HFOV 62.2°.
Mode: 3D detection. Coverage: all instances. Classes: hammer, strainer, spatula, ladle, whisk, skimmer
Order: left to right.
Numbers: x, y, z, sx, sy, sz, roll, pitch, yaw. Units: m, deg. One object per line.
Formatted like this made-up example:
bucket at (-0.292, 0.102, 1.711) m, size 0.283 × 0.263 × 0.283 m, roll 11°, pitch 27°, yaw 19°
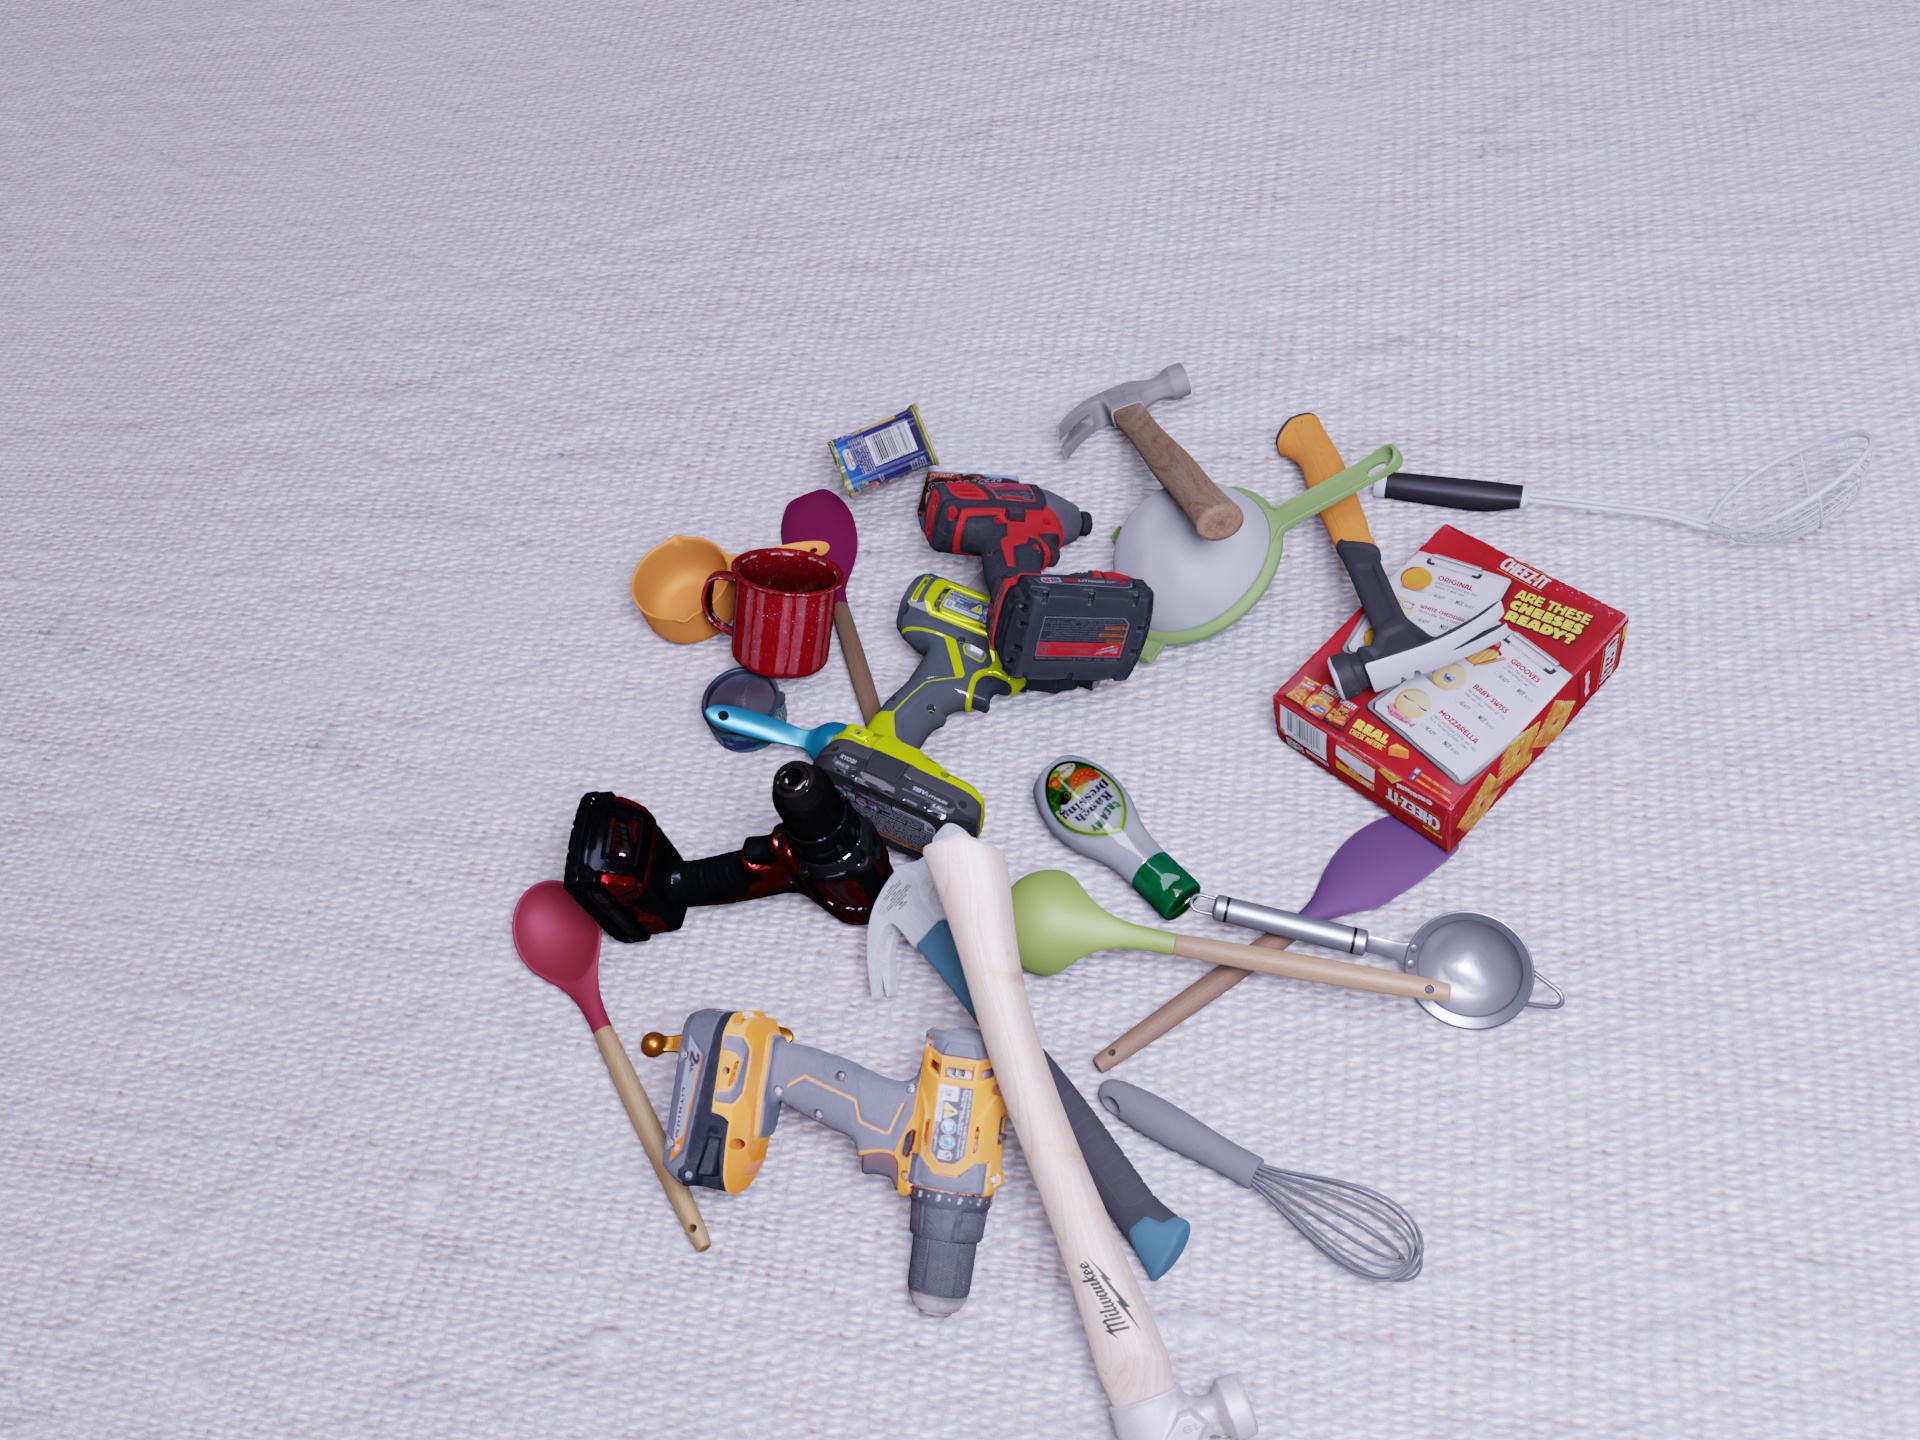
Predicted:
ladle at (-0.253, 0.249, 1.172) m, size 0.069 × 0.031 × 0.316 m, roll -34°, pitch 61°, yaw 0°
hammer at (0.046, 0.234, 1.101) m, size 0.128 × 0.033 × 0.331 m, roll -47°, pitch 65°, yaw 18°
hammer at (0.048, 0.272, 1.012) m, size 0.146 × 0.038 × 0.411 m, roll -19°, pitch 79°, yaw -5°
hammer at (0.162, -0.216, 1.294) m, size 0.130 × 0.031 × 0.332 m, roll -21°, pitch 28°, yaw 2°
ladle at (0.179, 0.163, 1.122) m, size 0.320 × 0.062 × 0.078 m, roll 8°, pitch 82°, yaw 15°
strainer at (0.219, -0.162, 1.254) m, size 0.256 × 0.069 × 0.152 m, roll -28°, pitch 47°, yaw 25°
whisk at (0.194, 0.298, 1.053) m, size 0.239 × 0.055 × 0.055 m, roll 24°, pitch 66°, yaw 26°
spatula at (0.225, 0.159, 1.149) m, size 0.316 × 0.018 × 0.060 m, roll -33°, pitch 56°, yaw -12°
hammer at (0.315, -0.150, 1.253) m, size 0.127 × 0.034 × 0.337 m, roll -21°, pitch 39°, yaw 12°
strainer at (0.288, 0.155, 1.115) m, size 0.258 × 0.087 × 0.050 m, roll 13°, pitch 17°, yaw 13°
skimmer at (0.521, -0.201, 1.275) m, size 0.363 × 0.090 × 0.127 m, roll 9°, pitch 28°, yaw 18°

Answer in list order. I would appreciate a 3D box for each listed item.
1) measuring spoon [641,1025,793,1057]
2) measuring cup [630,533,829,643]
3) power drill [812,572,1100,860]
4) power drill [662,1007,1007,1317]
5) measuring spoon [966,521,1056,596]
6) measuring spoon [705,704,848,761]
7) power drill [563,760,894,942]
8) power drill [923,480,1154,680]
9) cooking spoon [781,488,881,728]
measuring spoon at (-0.181, 0.236, 1.175) m, size 0.117 × 0.011 × 0.021 m, roll -5°, pitch 58°, yaw 7°
measuring cup at (-0.194, -0.118, 1.372) m, size 0.173 × 0.052 × 0.095 m, roll -12°, pitch 57°, yaw 0°
power drill at (-0.002, -0.004, 1.246) m, size 0.171 × 0.080 × 0.223 m, roll 23°, pitch 57°, yaw 13°
power drill at (-0.081, 0.291, 1.076) m, size 0.226 × 0.084 × 0.185 m, roll 5°, pitch 81°, yaw 13°
measuring spoon at (0.038, -0.133, 1.365) m, size 0.034 × 0.018 × 0.124 m, roll 39°, pitch 79°, yaw 16°
measuring spoon at (-0.141, 0.008, 1.272) m, size 0.128 × 0.021 × 0.042 m, roll 16°, pitch 76°, yaw -8°
power drill at (-0.171, 0.093, 1.162) m, size 0.227 × 0.187 × 0.080 m, roll -4°, pitch 57°, yaw 12°
power drill at (0.065, -0.122, 1.264) m, size 0.143 × 0.078 × 0.220 m, roll 0°, pitch 34°, yaw -20°
cooking spoon at (-0.096, -0.077, 1.347) m, size 0.069 × 0.017 × 0.319 m, roll -22°, pitch 58°, yaw 4°
